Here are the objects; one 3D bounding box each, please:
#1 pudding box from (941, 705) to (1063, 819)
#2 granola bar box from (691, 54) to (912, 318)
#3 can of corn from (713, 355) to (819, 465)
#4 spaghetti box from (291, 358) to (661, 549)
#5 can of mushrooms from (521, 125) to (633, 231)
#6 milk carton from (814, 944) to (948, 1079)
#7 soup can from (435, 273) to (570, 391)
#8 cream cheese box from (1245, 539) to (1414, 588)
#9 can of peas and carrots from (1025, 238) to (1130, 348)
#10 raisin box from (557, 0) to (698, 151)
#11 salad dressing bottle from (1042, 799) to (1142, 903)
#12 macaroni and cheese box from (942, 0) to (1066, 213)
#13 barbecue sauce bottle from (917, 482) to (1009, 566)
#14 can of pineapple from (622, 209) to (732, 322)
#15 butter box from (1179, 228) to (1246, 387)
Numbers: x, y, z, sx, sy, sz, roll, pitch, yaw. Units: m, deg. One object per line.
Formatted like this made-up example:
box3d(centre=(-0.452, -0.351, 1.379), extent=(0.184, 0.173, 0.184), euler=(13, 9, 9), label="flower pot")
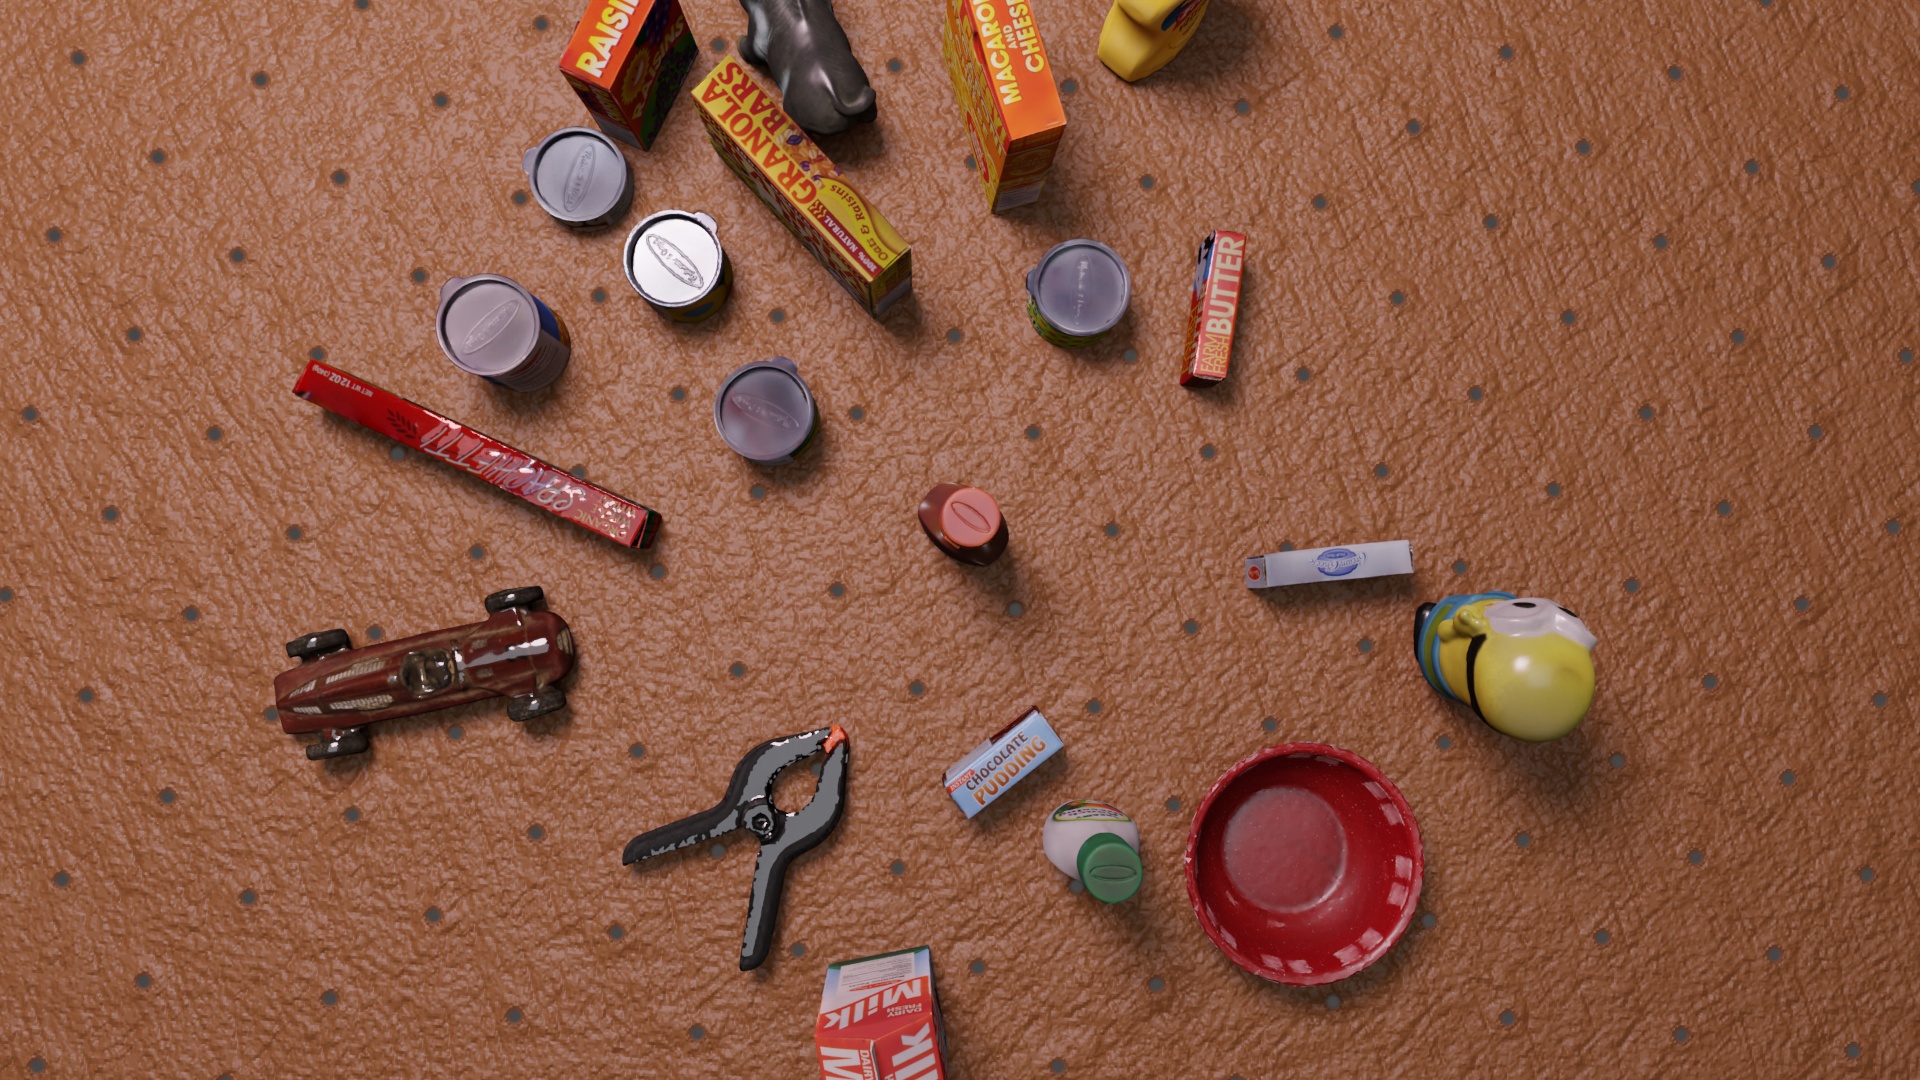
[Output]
box3d(centre=(0.028, 0.150, 0.946), extent=(0.084, 0.049, 0.030), euler=(-38, 90, -3), label="pudding box")
box3d(centre=(-0.102, -0.227, 0.919), extent=(0.039, 0.124, 0.165), euler=(-43, 90, -3), label="granola bar box")
box3d(centre=(-0.129, -0.087, 0.945), extent=(0.071, 0.058, 0.071), euler=(0, 88, -2), label="can of corn")
box3d(centre=(-0.323, -0.056, 0.940), extent=(0.250, 0.050, 0.028), euler=(24, 88, -1), label="spaghetti box")
box3d(centre=(-0.263, -0.250, 0.958), extent=(0.071, 0.033, 0.071), euler=(0, 88, -2), label="can of mushrooms")
box3d(centre=(-0.047, 0.319, 0.866), extent=(0.073, 0.190, 0.072), euler=(-10, 89, -2), label="milk carton")
box3d(centre=(-0.305, -0.139, 0.927), extent=(0.071, 0.084, 0.071), euler=(0, 88, -2), label="soup can")
box3d(centre=(0.253, 0.017, 0.958), extent=(0.104, 0.053, 0.024), euler=(-6, 89, -2), label="cream cheese box")
box3d(centre=(0.078, -0.169, 0.956), extent=(0.071, 0.058, 0.071), euler=(0, 88, -2), label="can of peas and carrots")
box3d(centre=(-0.217, -0.321, 0.918), extent=(0.040, 0.123, 0.086), euler=(26, 87, -1), label="raisin box")
box3d(centre=(0.089, 0.200, 0.897), extent=(0.064, 0.147, 0.044), euler=(2, 88, -2), label="salad dressing bottle")
box3d(centre=(0.025, -0.296, 0.905), extent=(0.040, 0.166, 0.123), euler=(-17, 89, -2), label="macaroni and cheese box")
box3d(centre=(0.003, -0.011, 0.902), extent=(0.065, 0.148, 0.043), euler=(38, 87, -1), label="barbecue sauce bottle")
box3d(centre=(-0.190, -0.186, 0.947), extent=(0.071, 0.058, 0.071), euler=(0, 88, -2), label="can of pineapple")
box3d(centre=(0.175, -0.159, 0.962), extent=(0.024, 0.053, 0.103), euler=(9, 88, -2), label="butter box")
